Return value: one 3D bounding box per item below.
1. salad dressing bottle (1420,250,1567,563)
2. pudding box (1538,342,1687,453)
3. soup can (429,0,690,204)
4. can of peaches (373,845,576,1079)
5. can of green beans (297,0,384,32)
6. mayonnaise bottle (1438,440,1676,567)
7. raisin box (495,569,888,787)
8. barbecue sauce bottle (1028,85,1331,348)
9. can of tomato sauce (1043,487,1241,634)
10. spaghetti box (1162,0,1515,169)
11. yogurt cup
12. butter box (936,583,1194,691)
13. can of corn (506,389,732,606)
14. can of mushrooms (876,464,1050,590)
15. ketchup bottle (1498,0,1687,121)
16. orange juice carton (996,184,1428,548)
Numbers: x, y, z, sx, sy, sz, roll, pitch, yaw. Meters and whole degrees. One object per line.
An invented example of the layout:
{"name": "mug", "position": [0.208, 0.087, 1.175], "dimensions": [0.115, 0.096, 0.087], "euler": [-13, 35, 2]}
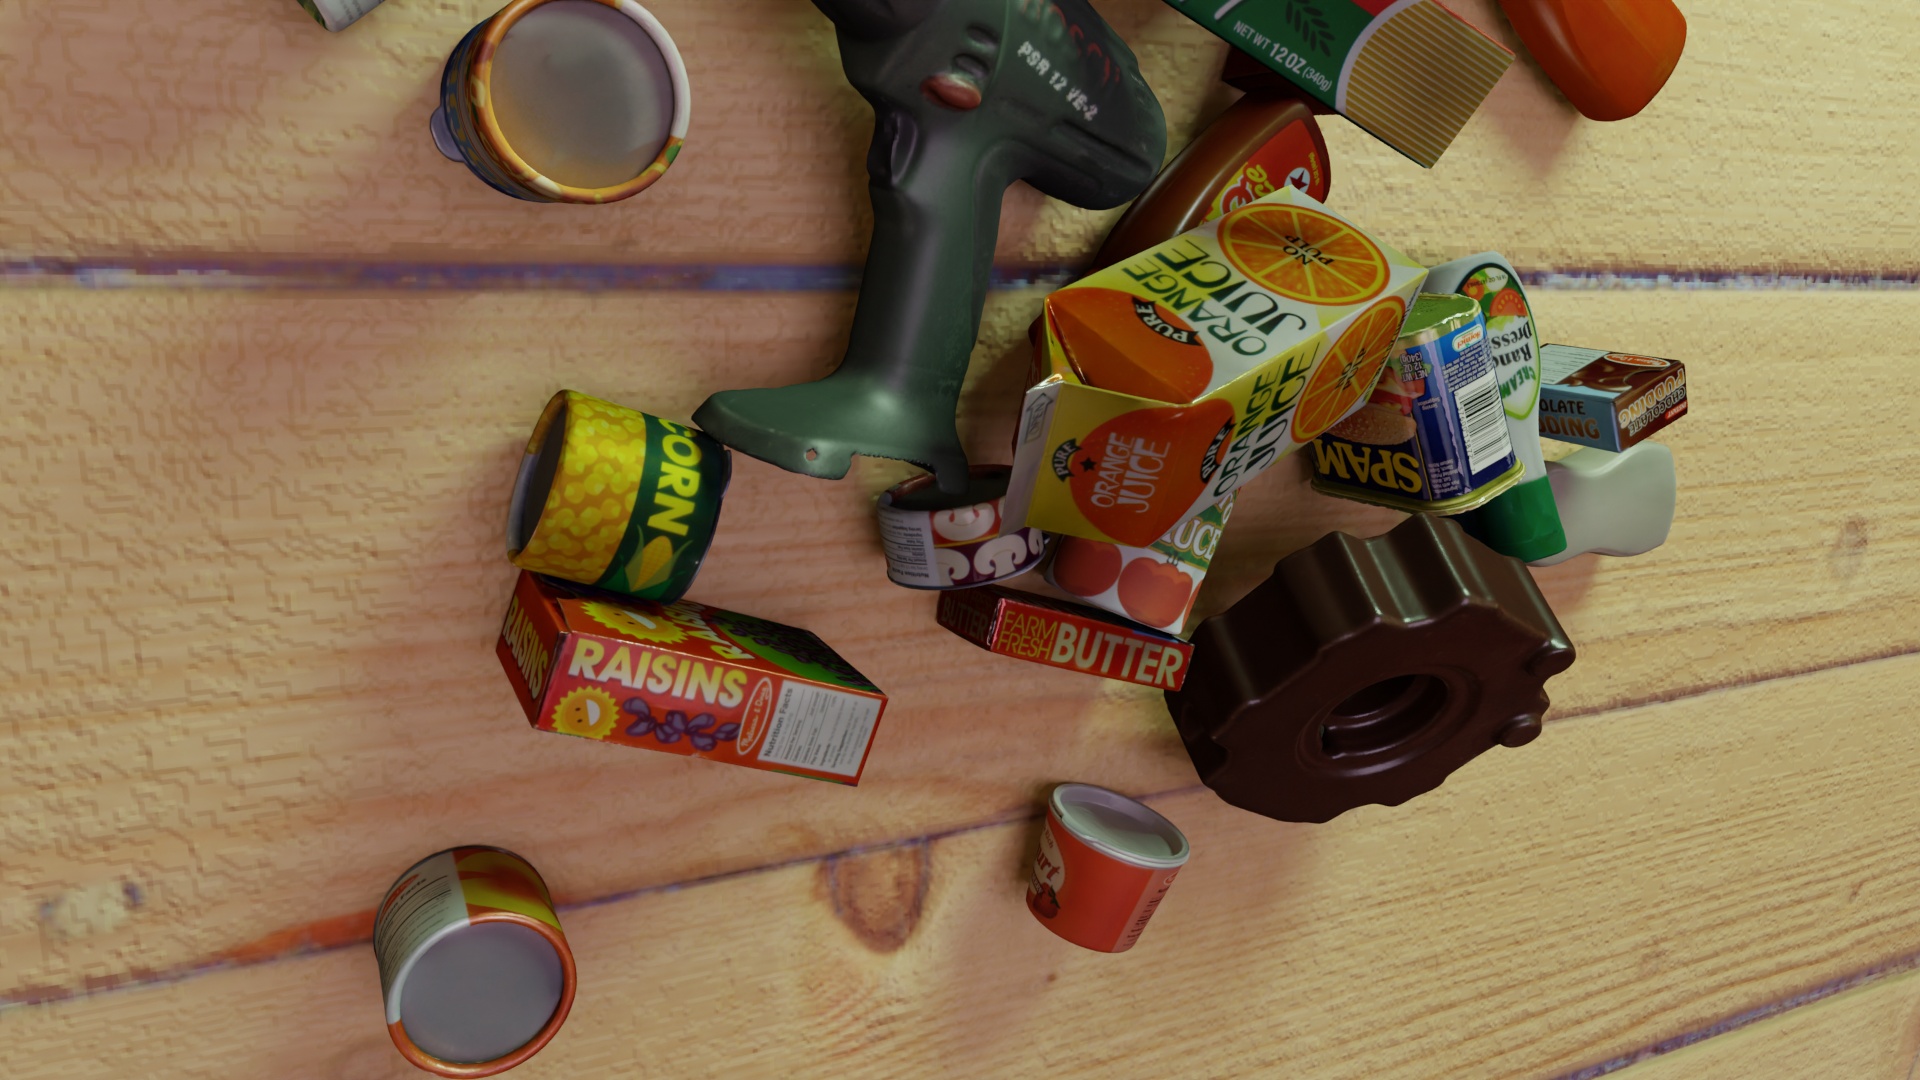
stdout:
{"name": "salad dressing bottle", "position": [0.255, -0.062, 0.669], "dimensions": [0.064, 0.044, 0.147], "euler": [-17, 92, -21]}
{"name": "pudding box", "position": [0.311, -0.073, 0.695], "dimensions": [0.050, 0.084, 0.030], "euler": [-27, 114, -19]}
{"name": "soup can", "position": [-0.133, -0.143, 0.455], "dimensions": [0.071, 0.084, 0.071], "euler": [-7, 106, -25]}
{"name": "can of peaches", "position": [-0.179, 0.157, 0.518], "dimensions": [0.071, 0.058, 0.071], "euler": [-6, 105, -25]}
{"name": "can of green beans", "position": [-0.190, -0.199, 0.423], "dimensions": [0.058, 0.071, 0.071], "euler": [-41, 117, -12]}
{"name": "mayonnaise bottle", "position": [0.311, -0.016, 0.734], "dimensions": [0.148, 0.041, 0.064], "euler": [-9, 105, -23]}
{"name": "raisin box", "position": [-0.101, 0.049, 0.516], "dimensions": [0.123, 0.086, 0.040], "euler": [16, 97, -29]}
{"name": "barbecue sauce bottle", "position": [0.093, -0.125, 0.594], "dimensions": [0.149, 0.044, 0.064], "euler": [-43, 137, -11]}
{"name": "can of tomato sauce", "position": [0.082, -0.009, 0.603], "dimensions": [0.071, 0.071, 0.083], "euler": [20, 93, -29]}
{"name": "spaghetti box", "position": [0.080, -0.212, 0.480], "dimensions": [0.250, 0.029, 0.050], "euler": [25, 116, -18]}
{"name": "yogurt cup", "position": [0.064, 0.151, 0.637], "dimensions": [0.072, 0.072, 0.053], "euler": [13, 104, -29]}
{"name": "butter box", "position": [0.045, 0.040, 0.606], "dimensions": [0.103, 0.053, 0.024], "euler": [14, 94, -29]}
{"name": "can of corn", "position": [-0.123, -0.016, 0.498], "dimensions": [0.058, 0.071, 0.071], "euler": [17, 94, -28]}
{"name": "can of mushrooms", "position": [0.002, -0.007, 0.566], "dimensions": [0.071, 0.071, 0.033], "euler": [-17, 108, -22]}
{"name": "ketchup bottle", "position": [0.284, -0.266, 0.658], "dimensions": [0.148, 0.043, 0.065], "euler": [31, 87, -29]}
{"name": "orange juice carton", "position": [0.087, -0.064, 0.529], "dimensions": [0.193, 0.073, 0.071], "euler": [-30, 148, -34]}
